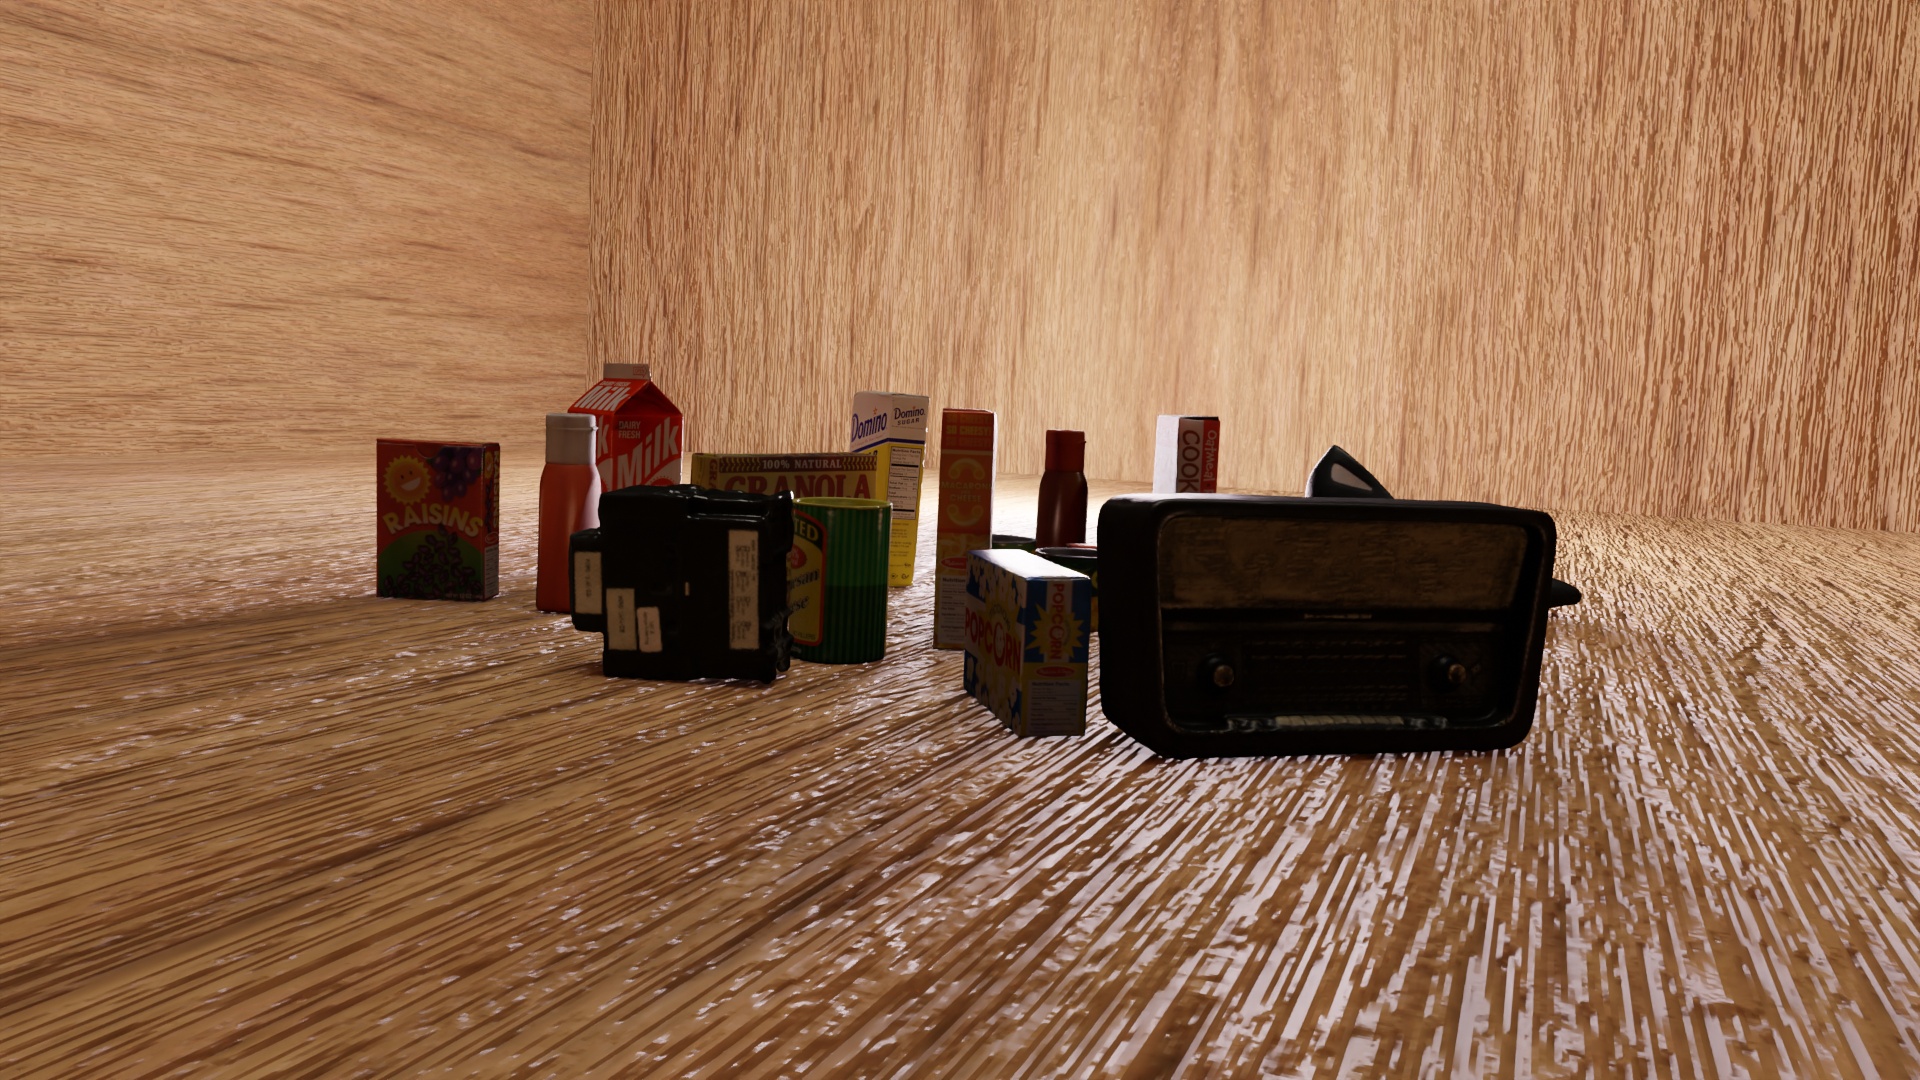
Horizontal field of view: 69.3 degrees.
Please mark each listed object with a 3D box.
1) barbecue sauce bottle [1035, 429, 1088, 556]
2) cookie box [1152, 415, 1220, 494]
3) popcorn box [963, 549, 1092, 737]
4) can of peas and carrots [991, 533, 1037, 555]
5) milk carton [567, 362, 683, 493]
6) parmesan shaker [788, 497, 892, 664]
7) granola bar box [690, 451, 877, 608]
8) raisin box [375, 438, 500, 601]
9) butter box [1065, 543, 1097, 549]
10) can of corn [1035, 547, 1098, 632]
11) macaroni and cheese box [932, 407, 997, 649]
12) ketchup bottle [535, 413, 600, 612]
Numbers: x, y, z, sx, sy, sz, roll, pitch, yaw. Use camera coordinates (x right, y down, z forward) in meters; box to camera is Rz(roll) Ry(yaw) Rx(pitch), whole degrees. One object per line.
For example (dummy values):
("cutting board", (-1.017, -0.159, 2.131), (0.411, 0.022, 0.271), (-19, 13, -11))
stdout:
("barbecue sauce bottle", (0.094, -0.028, 1.282), (0.043, 0.148, 0.065), (5, 6, 27))
("cookie box", (0.206, -0.033, 1.283), (0.040, 0.167, 0.123), (2, 5, -2))
("popcorn box", (0.034, 0.054, 0.773), (0.038, 0.085, 0.127), (1, 6, -14))
("can of peas and carrots", (0.029, 0.026, 1.167), (0.071, 0.058, 0.071), (3, 6, 0))
("milk carton", (-0.289, -0.056, 1.190), (0.072, 0.190, 0.073), (7, 7, 42))
("parmesan shaker", (-0.079, 0.026, 0.912), (0.071, 0.103, 0.071), (3, 5, 0))
("granola bar box", (-0.140, -0.008, 1.110), (0.039, 0.124, 0.166), (7, 7, 41))
("raisin box", (-0.407, -0.017, 1.082), (0.086, 0.123, 0.040), (3, 5, 2))
("butter box", (0.142, 0.030, 1.206), (0.103, 0.053, 0.024), (2, 5, -2))
("can of corn", (0.093, 0.038, 1.083), (0.071, 0.058, 0.071), (3, 6, 0))
("macaroni and cheese box", (0.004, -0.013, 1.008), (0.040, 0.166, 0.124), (3, 5, 0))
("ketchup bottle", (-0.296, -0.022, 1.055), (0.043, 0.148, 0.065), (3, 5, 3))
